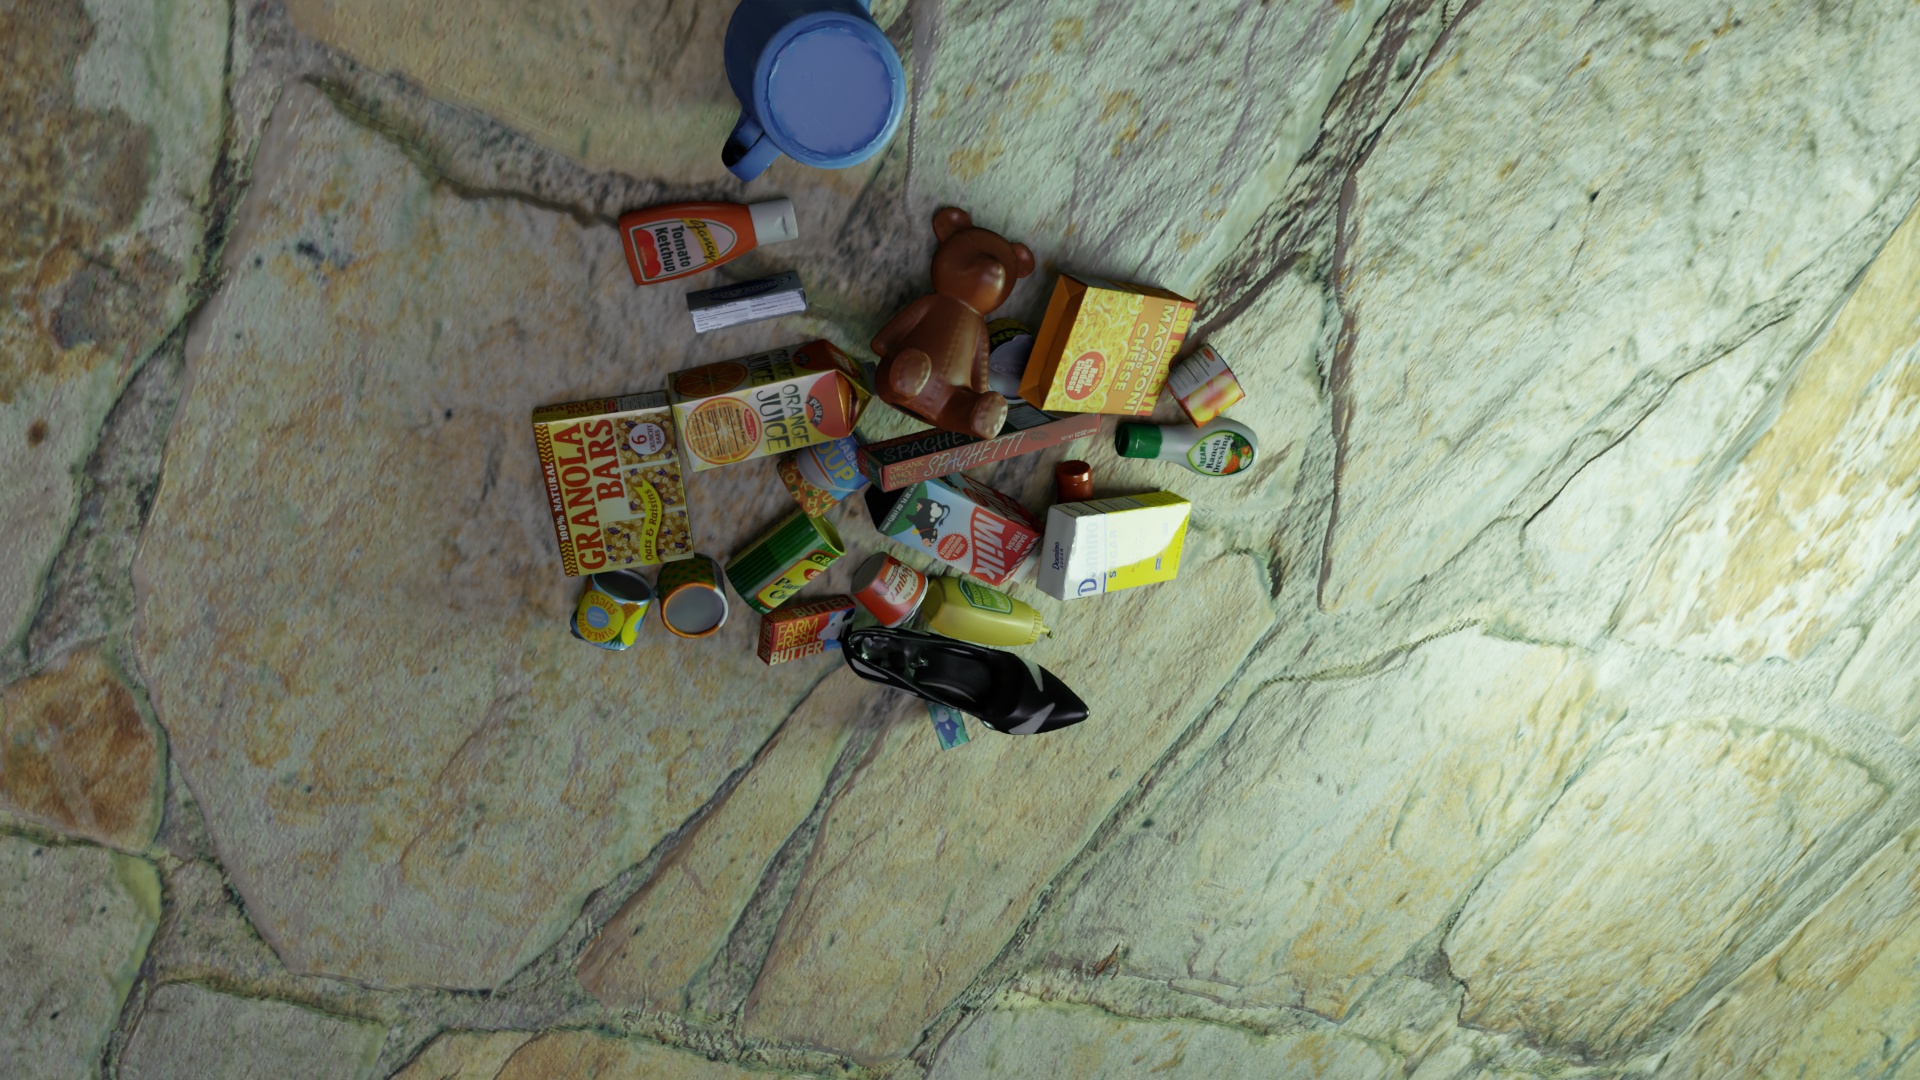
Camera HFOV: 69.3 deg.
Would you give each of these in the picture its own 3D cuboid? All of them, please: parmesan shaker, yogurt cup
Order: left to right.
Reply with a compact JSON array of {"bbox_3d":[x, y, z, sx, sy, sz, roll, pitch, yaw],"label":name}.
[{"bbox_3d":[-0.173,0.018,1.379,0.103,0.071,0.071,-38,123,8],"label":"parmesan shaker"},{"bbox_3d":[-0.076,0.048,1.425,0.054,0.072,0.072,40,103,-23],"label":"yogurt cup"}]

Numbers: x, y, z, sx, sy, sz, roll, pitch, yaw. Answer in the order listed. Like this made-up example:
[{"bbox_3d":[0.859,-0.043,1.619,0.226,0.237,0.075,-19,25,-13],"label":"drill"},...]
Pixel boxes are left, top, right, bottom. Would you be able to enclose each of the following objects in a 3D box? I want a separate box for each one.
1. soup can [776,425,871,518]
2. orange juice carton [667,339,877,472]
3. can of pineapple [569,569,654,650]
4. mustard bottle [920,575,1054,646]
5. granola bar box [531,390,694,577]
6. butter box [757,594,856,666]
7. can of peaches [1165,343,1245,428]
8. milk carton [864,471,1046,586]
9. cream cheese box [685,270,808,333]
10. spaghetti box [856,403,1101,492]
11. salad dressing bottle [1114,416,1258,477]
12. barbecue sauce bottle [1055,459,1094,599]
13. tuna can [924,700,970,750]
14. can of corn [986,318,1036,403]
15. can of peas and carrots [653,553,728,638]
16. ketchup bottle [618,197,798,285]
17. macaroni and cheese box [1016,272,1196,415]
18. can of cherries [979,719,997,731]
[{"bbox_3d":[-0.126,-0.071,1.336,0.084,0.071,0.071,-34,123,6],"label":"soup can"},{"bbox_3d":[-0.167,-0.131,1.288,0.193,0.072,0.072,-14,123,-8],"label":"orange juice carton"},{"bbox_3d":[-0.340,0.066,1.355,0.071,0.071,0.057,17,113,-24],"label":"can of pineapple"},{"bbox_3d":[0.036,0.081,1.479,0.160,0.065,0.048,15,121,-30],"label":"mustard bottle"},{"bbox_3d":[-0.324,-0.053,1.308,0.124,0.039,0.164,-9,122,-12],"label":"granola bar box"},{"bbox_3d":[-0.157,0.092,1.427,0.104,0.024,0.052,-11,126,-38],"label":"butter box"},{"bbox_3d":[0.245,-0.154,1.398,0.058,0.071,0.071,-35,123,6],"label":"can of peaches"},{"bbox_3d":[0.005,-0.018,1.403,0.190,0.074,0.072,26,110,-28],"label":"milk carton"},{"bbox_3d":[-0.191,-0.213,1.244,0.104,0.053,0.024,-14,121,-8],"label":"cream cheese box"},{"bbox_3d":[0.021,-0.097,1.334,0.251,0.050,0.028,-17,124,-27],"label":"spaghetti box"},{"bbox_3d":[0.234,-0.099,1.440,0.148,0.044,0.064,3,120,-18],"label":"salad dressing bottle"},{"bbox_3d":[0.123,-0.012,1.459,0.065,0.044,0.147,-19,123,-20],"label":"barbecue sauce bottle"},{"bbox_3d":[-0.016,0.194,1.526,0.033,0.071,0.070,-20,123,-4],"label":"tuna can"},{"bbox_3d":[0.047,-0.175,1.332,0.071,0.058,0.070,-7,121,-12],"label":"can of corn"},{"bbox_3d":[-0.268,0.056,1.376,0.071,0.059,0.070,-7,121,-12],"label":"can of peas and carrots"},{"bbox_3d":[-0.218,-0.267,1.210,0.149,0.044,0.064,-14,122,-9],"label":"ketchup bottle"},{"bbox_3d":[0.142,-0.183,1.323,0.167,0.040,0.123,-2,120,-44],"label":"macaroni and cheese box"},{"bbox_3d":[0.046,0.166,1.532,0.071,0.058,0.071,-7,120,-12],"label":"can of cherries"}]
